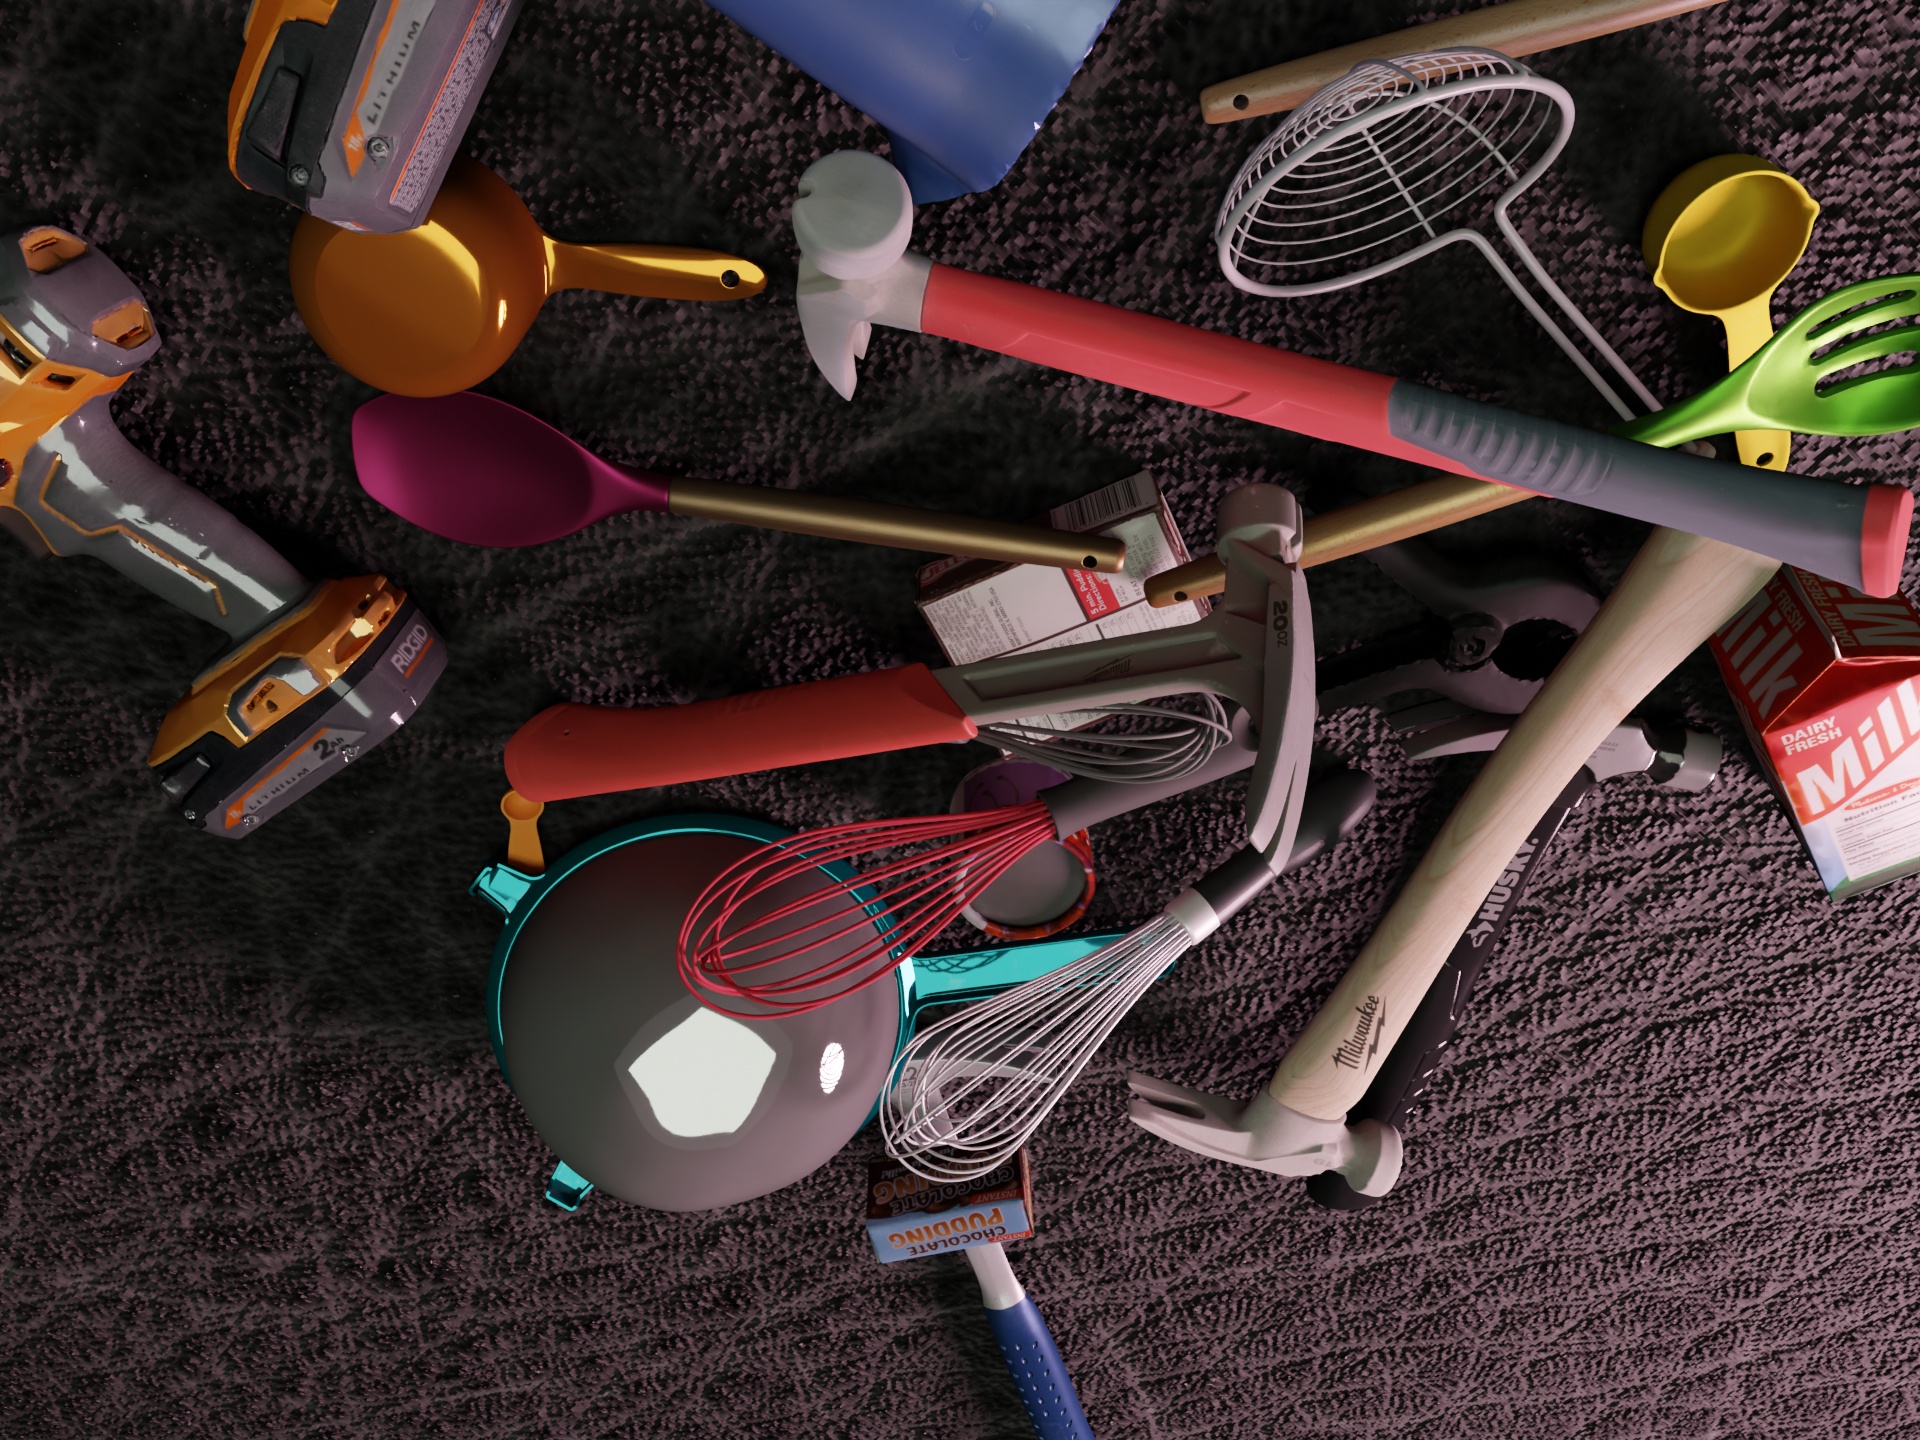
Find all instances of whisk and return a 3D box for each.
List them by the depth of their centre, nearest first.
[{"bbox_3d":[-0.002,-0.002,0.665,0.239,0.055,0.055,1,127,29],"label":"whisk"},{"bbox_3d":[0.019,0.048,0.672,0.296,0.073,0.073,-23,122,-7],"label":"whisk"},{"bbox_3d":[0.080,0.109,0.728,0.284,0.070,0.070,-36,121,-11],"label":"whisk"}]

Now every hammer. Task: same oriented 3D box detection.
[{"bbox_3d":[0.133,-0.105,0.559,0.386,0.143,0.038,15,82,1],"label":"hammer"},{"bbox_3d":[-0.038,0.005,0.630,0.359,0.149,0.036,-9,145,27],"label":"hammer"},{"bbox_3d":[0.215,0.066,0.712,0.146,0.038,0.410,17,124,-9],"label":"hammer"},{"bbox_3d":[0.242,0.129,0.807,0.146,0.035,0.334,9,122,-8],"label":"hammer"},{"bbox_3d":[0.028,0.330,0.929,0.144,0.035,0.405,-14,122,8],"label":"hammer"}]

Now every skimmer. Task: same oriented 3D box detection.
[{"bbox_3d":[0.247,-0.117,0.615,0.363,0.090,0.127,37,139,-24],"label":"skimmer"}]

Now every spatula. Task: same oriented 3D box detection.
[{"bbox_3d":[0.243,-0.258,0.565,0.317,0.044,0.082,-10,123,10],"label":"spatula"}]

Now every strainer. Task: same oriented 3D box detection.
[{"bbox_3d":[-0.061,0.148,0.751,0.340,0.095,0.211,-8,109,0],"label":"strainer"}]

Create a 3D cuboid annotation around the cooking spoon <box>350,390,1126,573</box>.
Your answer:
[{"bbox_3d":[-0.092,-0.088,0.645,0.319,0.017,0.068,9,123,3],"label":"cooking spoon"}]

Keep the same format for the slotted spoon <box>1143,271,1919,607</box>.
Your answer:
[{"bbox_3d":[0.216,-0.096,0.595,0.314,0.031,0.070,-17,134,20],"label":"slotted spoon"}]

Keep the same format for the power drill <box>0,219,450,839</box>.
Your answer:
[{"bbox_3d":[-0.348,-0.058,0.644,0.185,0.084,0.226,-31,114,18],"label":"power drill"}]

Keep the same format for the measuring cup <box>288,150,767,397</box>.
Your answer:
[{"bbox_3d":[-0.161,-0.163,0.594,0.173,0.052,0.095,3,123,-1],"label":"measuring cup"}]

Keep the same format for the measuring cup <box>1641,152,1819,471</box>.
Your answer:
[{"bbox_3d":[0.310,-0.156,0.637,0.062,0.029,0.156,-23,132,13],"label":"measuring cup"}]

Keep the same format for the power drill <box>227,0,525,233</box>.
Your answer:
[{"bbox_3d":[-0.268,-0.242,0.495,0.226,0.084,0.164,27,97,-11],"label":"power drill"}]

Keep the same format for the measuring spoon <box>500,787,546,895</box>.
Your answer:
[{"bbox_3d":[-0.211,0.076,0.775,0.021,0.011,0.116,-1,127,-13],"label":"measuring spoon"}]
